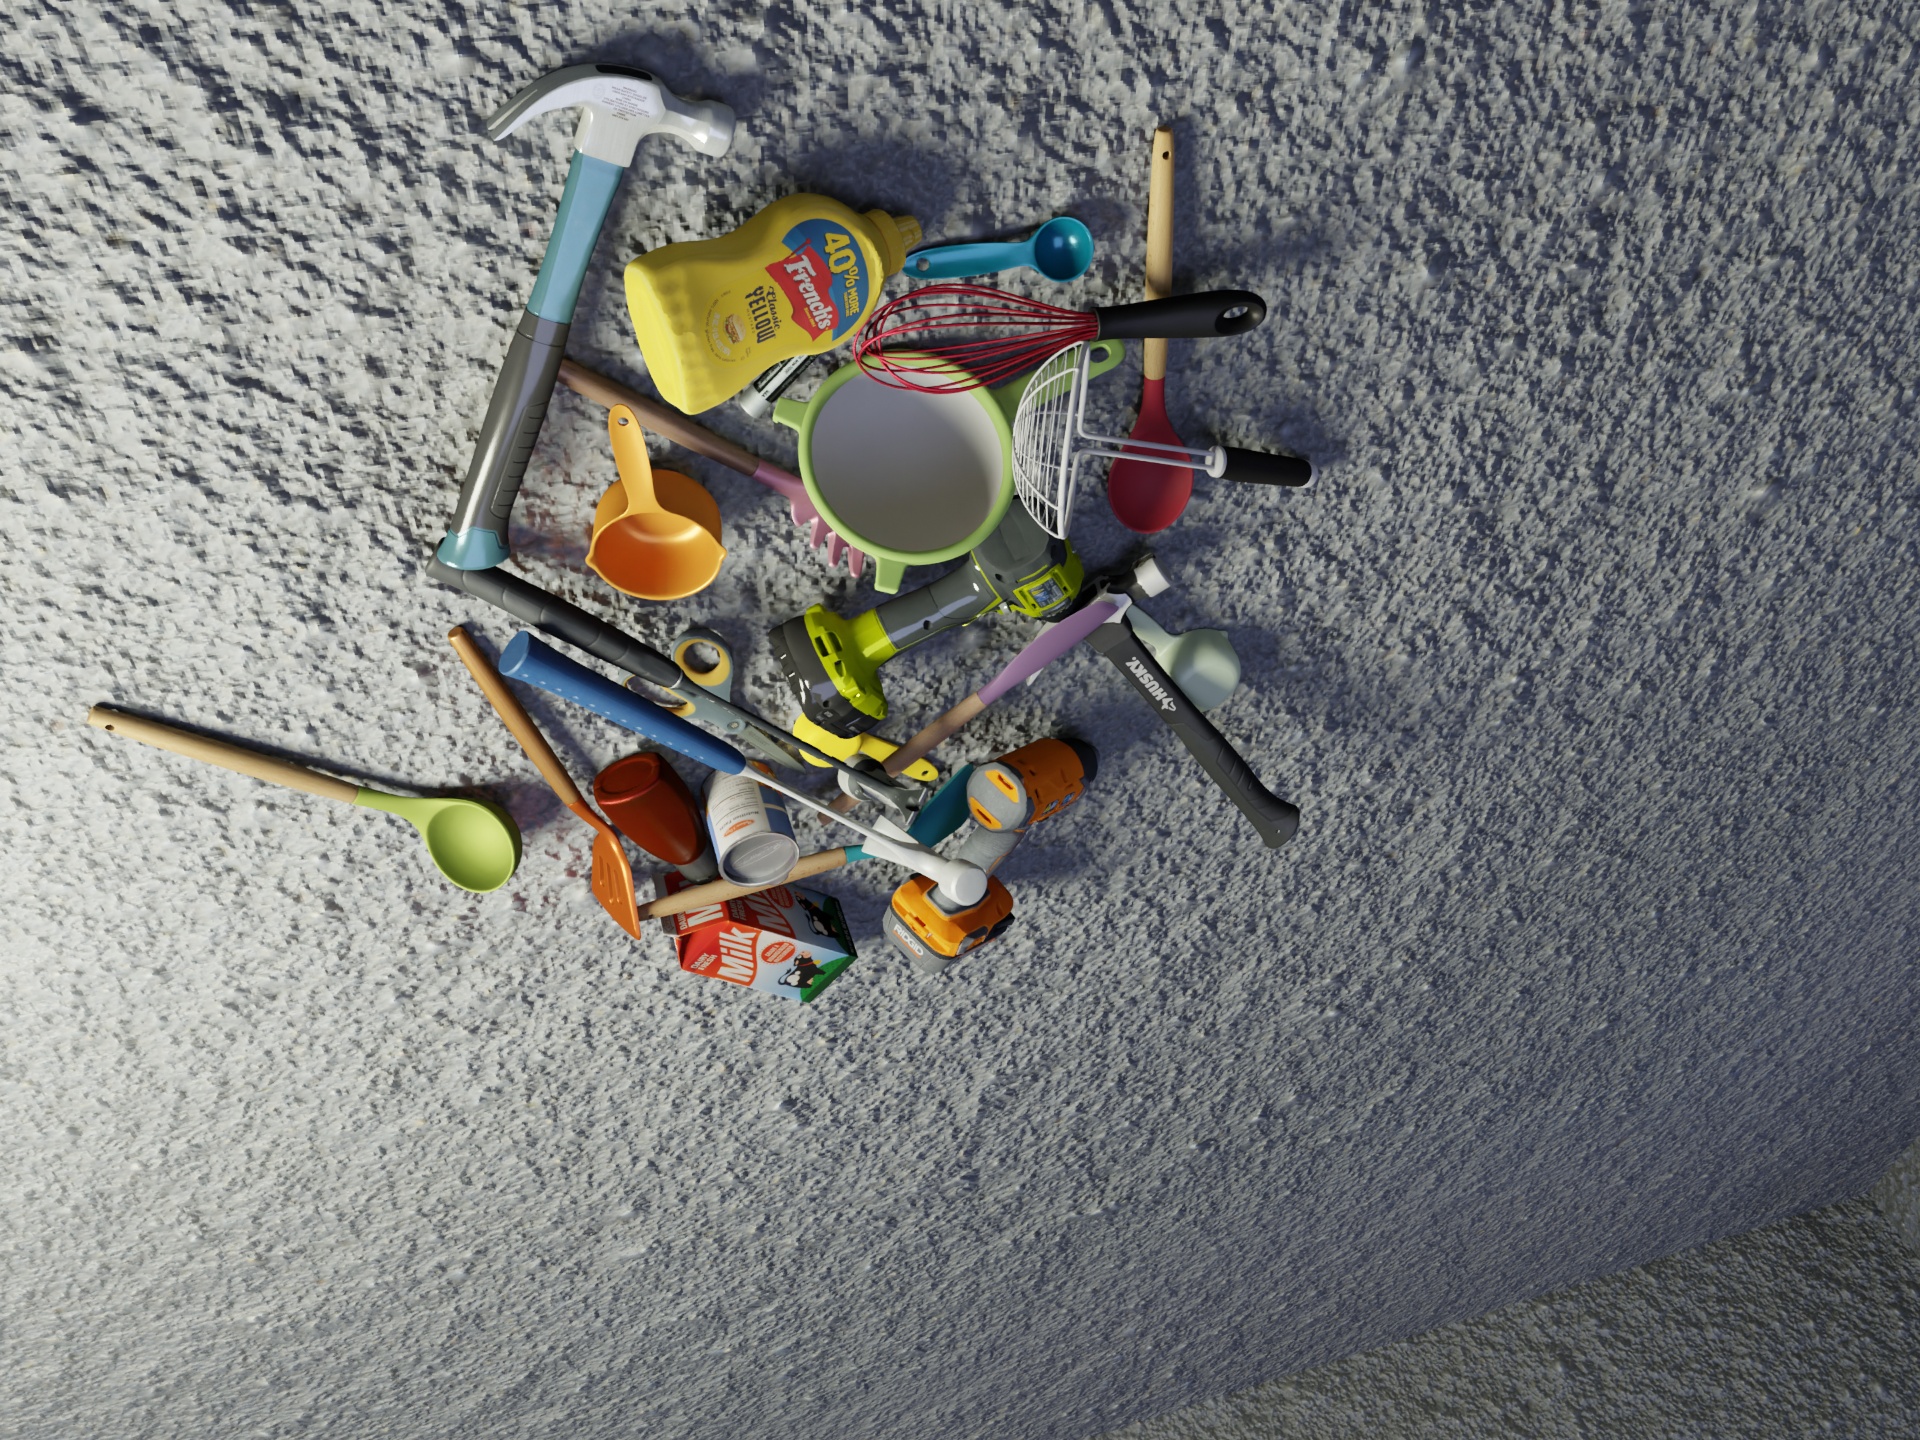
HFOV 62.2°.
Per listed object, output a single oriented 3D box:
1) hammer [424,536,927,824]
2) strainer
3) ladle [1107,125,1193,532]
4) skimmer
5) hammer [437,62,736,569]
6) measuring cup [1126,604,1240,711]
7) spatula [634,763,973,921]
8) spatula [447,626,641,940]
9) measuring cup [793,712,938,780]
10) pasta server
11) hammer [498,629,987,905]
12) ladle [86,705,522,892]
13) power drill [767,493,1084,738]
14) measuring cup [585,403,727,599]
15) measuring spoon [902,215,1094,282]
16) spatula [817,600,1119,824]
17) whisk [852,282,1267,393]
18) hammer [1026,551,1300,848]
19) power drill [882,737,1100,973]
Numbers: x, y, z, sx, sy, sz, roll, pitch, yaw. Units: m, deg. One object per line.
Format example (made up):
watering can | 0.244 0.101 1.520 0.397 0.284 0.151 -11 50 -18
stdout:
hammer | -0.195 -0.023 1.151 0.408 0.149 0.036 29 86 -29
strainer | 0.003 -0.199 1.110 0.256 0.151 0.069 -31 178 -18
ladle | 0.138 -0.268 1.131 0.069 0.031 0.315 -13 135 -9
skimmer | 0.166 -0.185 1.123 0.363 0.090 0.127 -2 102 -44
hammer | -0.252 -0.233 0.963 0.128 0.033 0.331 11 121 -30
measuring cup | 0.179 -0.056 1.354 0.083 0.038 0.167 -41 137 18
spatula | -0.128 0.116 1.368 0.317 0.044 0.082 -15 141 -16
spatula | -0.319 0.050 1.234 0.041 0.081 0.322 -40 136 -18
measuring cup | -0.072 0.030 1.336 0.156 0.029 0.062 26 119 -39
pasta server | -0.163 -0.178 1.079 0.316 0.040 0.060 23 139 -38
hammer | -0.162 0.037 1.200 0.405 0.144 0.035 30 85 -33
ladle | -0.471 0.055 1.167 0.319 0.062 0.078 23 123 -36
power drill | -0.012 -0.074 1.200 0.228 0.080 0.190 -28 165 7
measuring cup | -0.208 -0.156 1.055 0.095 0.052 0.173 -4 141 -1
measuring spoon | 0.023 -0.307 1.049 0.128 0.021 0.042 -7 112 -5
spatula | -0.002 -0.004 1.295 0.316 0.018 0.059 -37 159 22
whisk | 0.071 -0.263 1.066 0.295 0.073 0.073 -9 136 -15
hammer | 0.192 0.006 1.366 0.146 0.035 0.334 -32 124 19
power drill | 0.037 0.108 1.411 0.164 0.084 0.226 -21 148 -52
